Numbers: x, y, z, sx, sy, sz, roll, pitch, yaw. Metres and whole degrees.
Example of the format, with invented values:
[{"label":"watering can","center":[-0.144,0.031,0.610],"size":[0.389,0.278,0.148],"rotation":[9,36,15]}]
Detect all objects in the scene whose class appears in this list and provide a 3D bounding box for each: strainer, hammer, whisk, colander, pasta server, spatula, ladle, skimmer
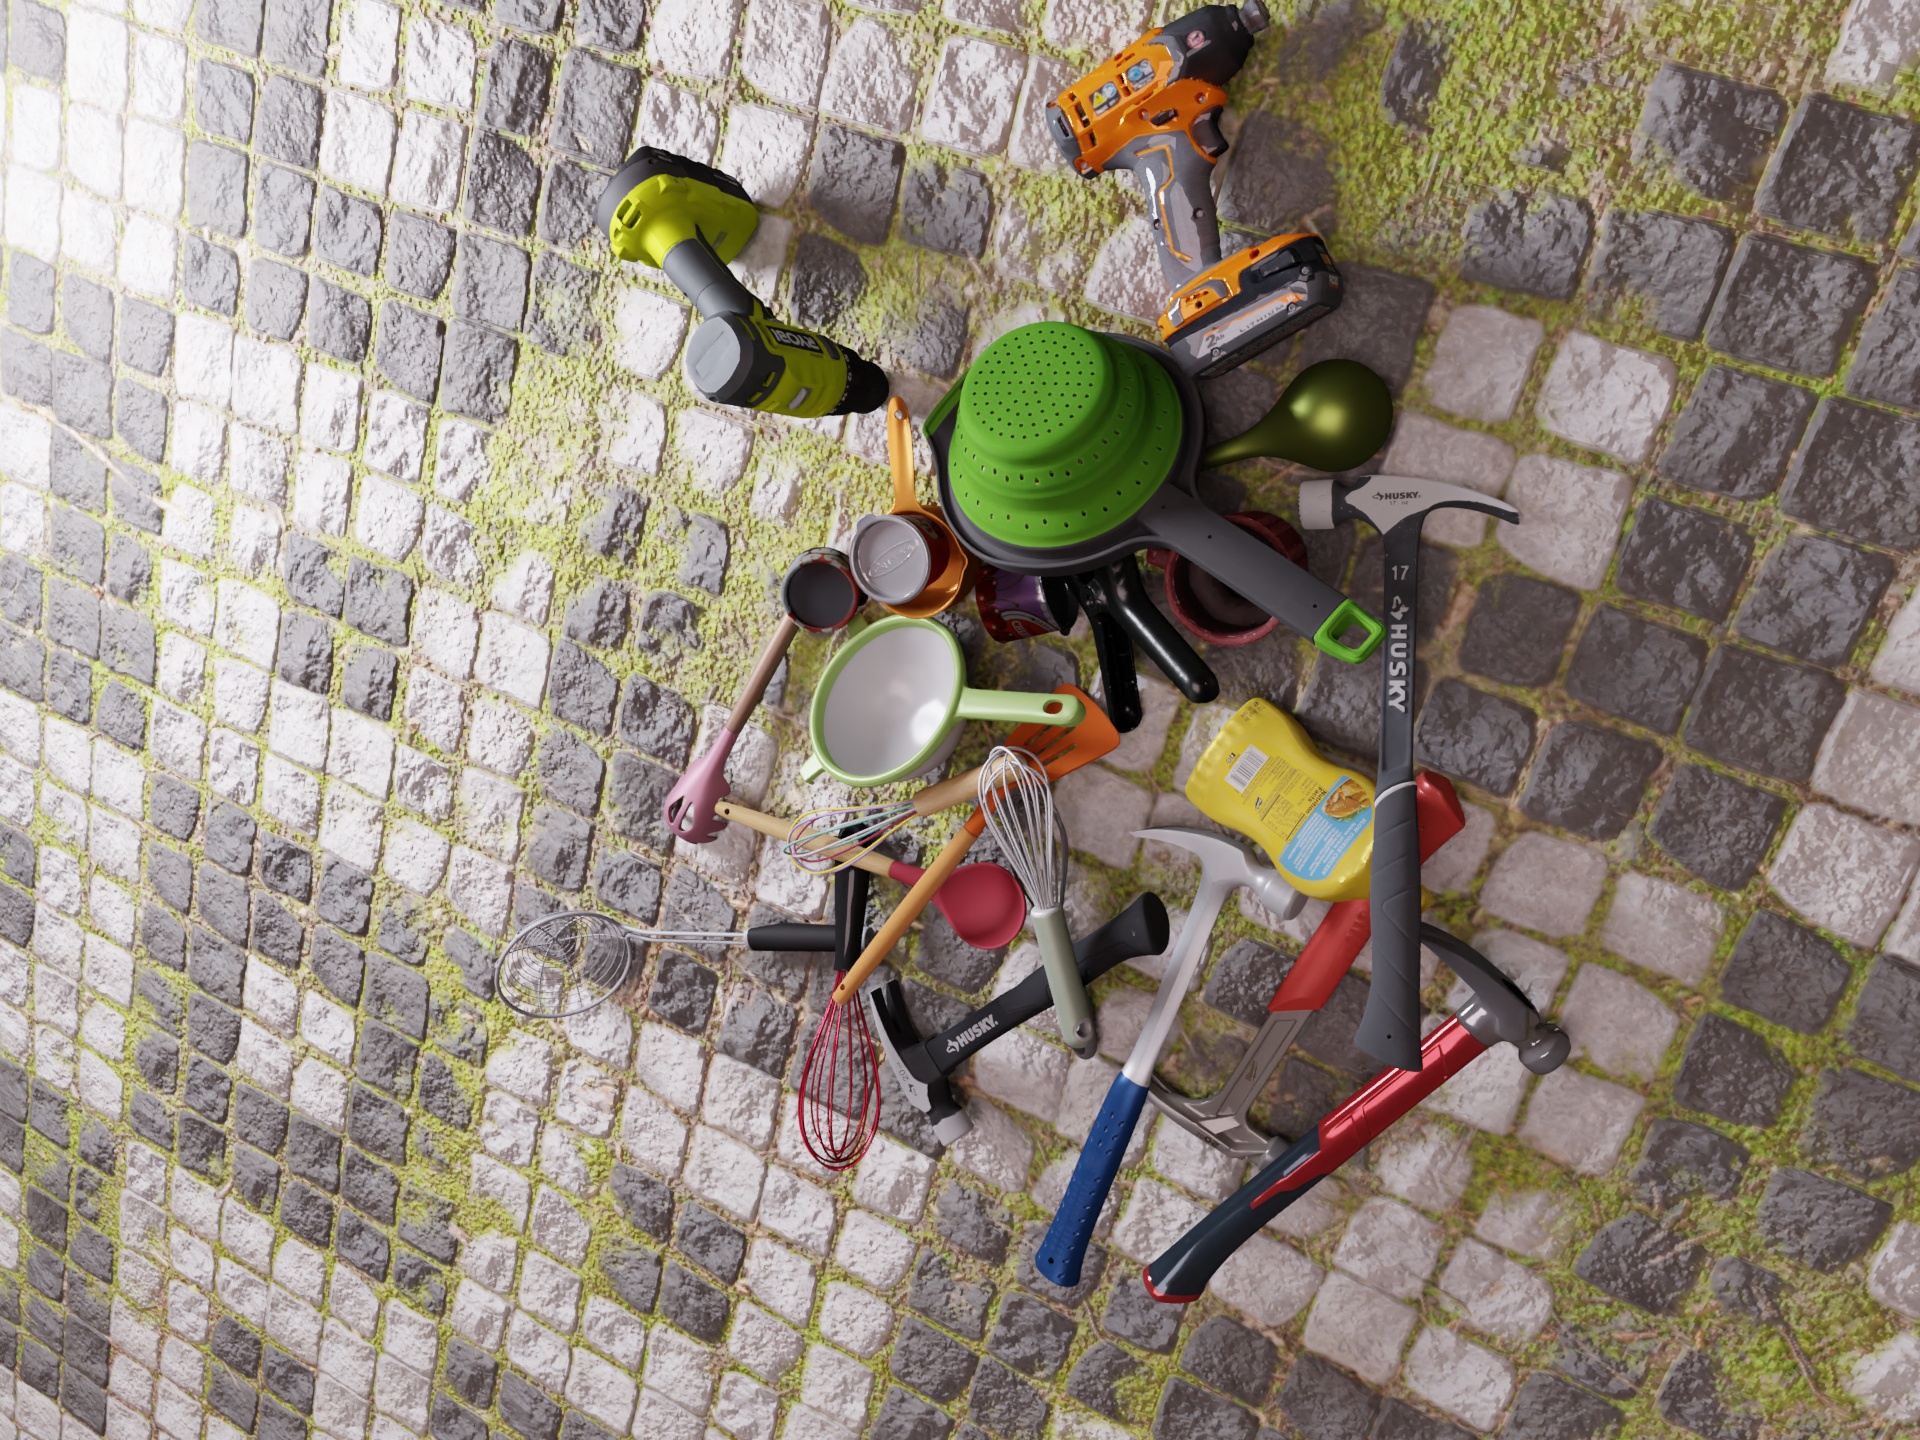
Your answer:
[{"label":"strainer","center":[-0.002,-0.004,1.257],"size":[0.256,0.069,0.151],"rotation":[4,69,36]},{"label":"hammer","center":[0.139,0.272,1.266],"size":[0.144,0.035,0.405],"rotation":[30,110,32]},{"label":"hammer","center":[0.302,0.030,1.084],"size":[0.149,0.036,0.409],"rotation":[0,81,21]},{"label":"hammer","center":[0.268,0.317,1.216],"size":[0.143,0.038,0.386],"rotation":[41,112,-4]},{"label":"whisk","center":[0.062,0.135,1.200],"size":[0.059,0.058,0.246],"rotation":[7,115,61]},{"label":"colander","center":[0.119,-0.167,1.080],"size":[0.397,0.094,0.204],"rotation":[39,85,30]},{"label":"hammer","center":[0.267,0.186,1.220],"size":[0.149,0.037,0.359],"rotation":[32,115,14]},{"label":"pasta server","center":[-0.183,-0.016,1.386],"size":[0.060,0.040,0.316],"rotation":[36,112,13]},{"label":"spatula","center":[0.001,0.108,1.270],"size":[0.322,0.041,0.081],"rotation":[-52,49,15]},{"label":"whisk","center":[-0.097,0.232,1.356],"size":[0.073,0.073,0.296],"rotation":[-1,82,25]},{"label":"hammer","center":[0.048,0.224,1.291],"size":[0.334,0.035,0.146],"rotation":[-41,76,39]},{"label":"whisk","center":[0.079,0.169,1.302],"size":[0.055,0.055,0.239],"rotation":[-8,104,27]},{"label":"whisk","center":[-0.050,0.070,1.273],"size":[0.245,0.051,0.047],"rotation":[-23,56,32]},{"label":"ladle","center":[-0.079,0.118,1.336],"size":[0.315,0.031,0.069],"rotation":[17,90,26]},{"label":"skimmer","center":[-0.252,0.222,1.444],"size":[0.363,0.090,0.127],"rotation":[-3,135,23]},{"label":"ladle","center":[0.163,-0.186,1.175],"size":[0.320,0.062,0.078],"rotation":[-15,95,34]}]

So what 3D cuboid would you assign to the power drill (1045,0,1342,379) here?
[{"label":"power drill","center":[0.174,-0.369,1.094],"size":[0.164,0.084,0.226],"rotation":[-27,87,28]}]

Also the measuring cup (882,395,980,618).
[{"label":"measuring cup","center":[-0.032,-0.169,1.259],"size":[0.095,0.052,0.173],"rotation":[-1,101,25]}]

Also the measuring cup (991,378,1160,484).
[{"label":"measuring cup","center":[0.091,-0.226,1.206],"size":[0.156,0.029,0.062],"rotation":[-26,92,17]}]

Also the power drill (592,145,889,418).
[{"label":"power drill","center":[-0.163,-0.323,1.222],"size":[0.080,0.190,0.229],"rotation":[-45,68,28]}]
